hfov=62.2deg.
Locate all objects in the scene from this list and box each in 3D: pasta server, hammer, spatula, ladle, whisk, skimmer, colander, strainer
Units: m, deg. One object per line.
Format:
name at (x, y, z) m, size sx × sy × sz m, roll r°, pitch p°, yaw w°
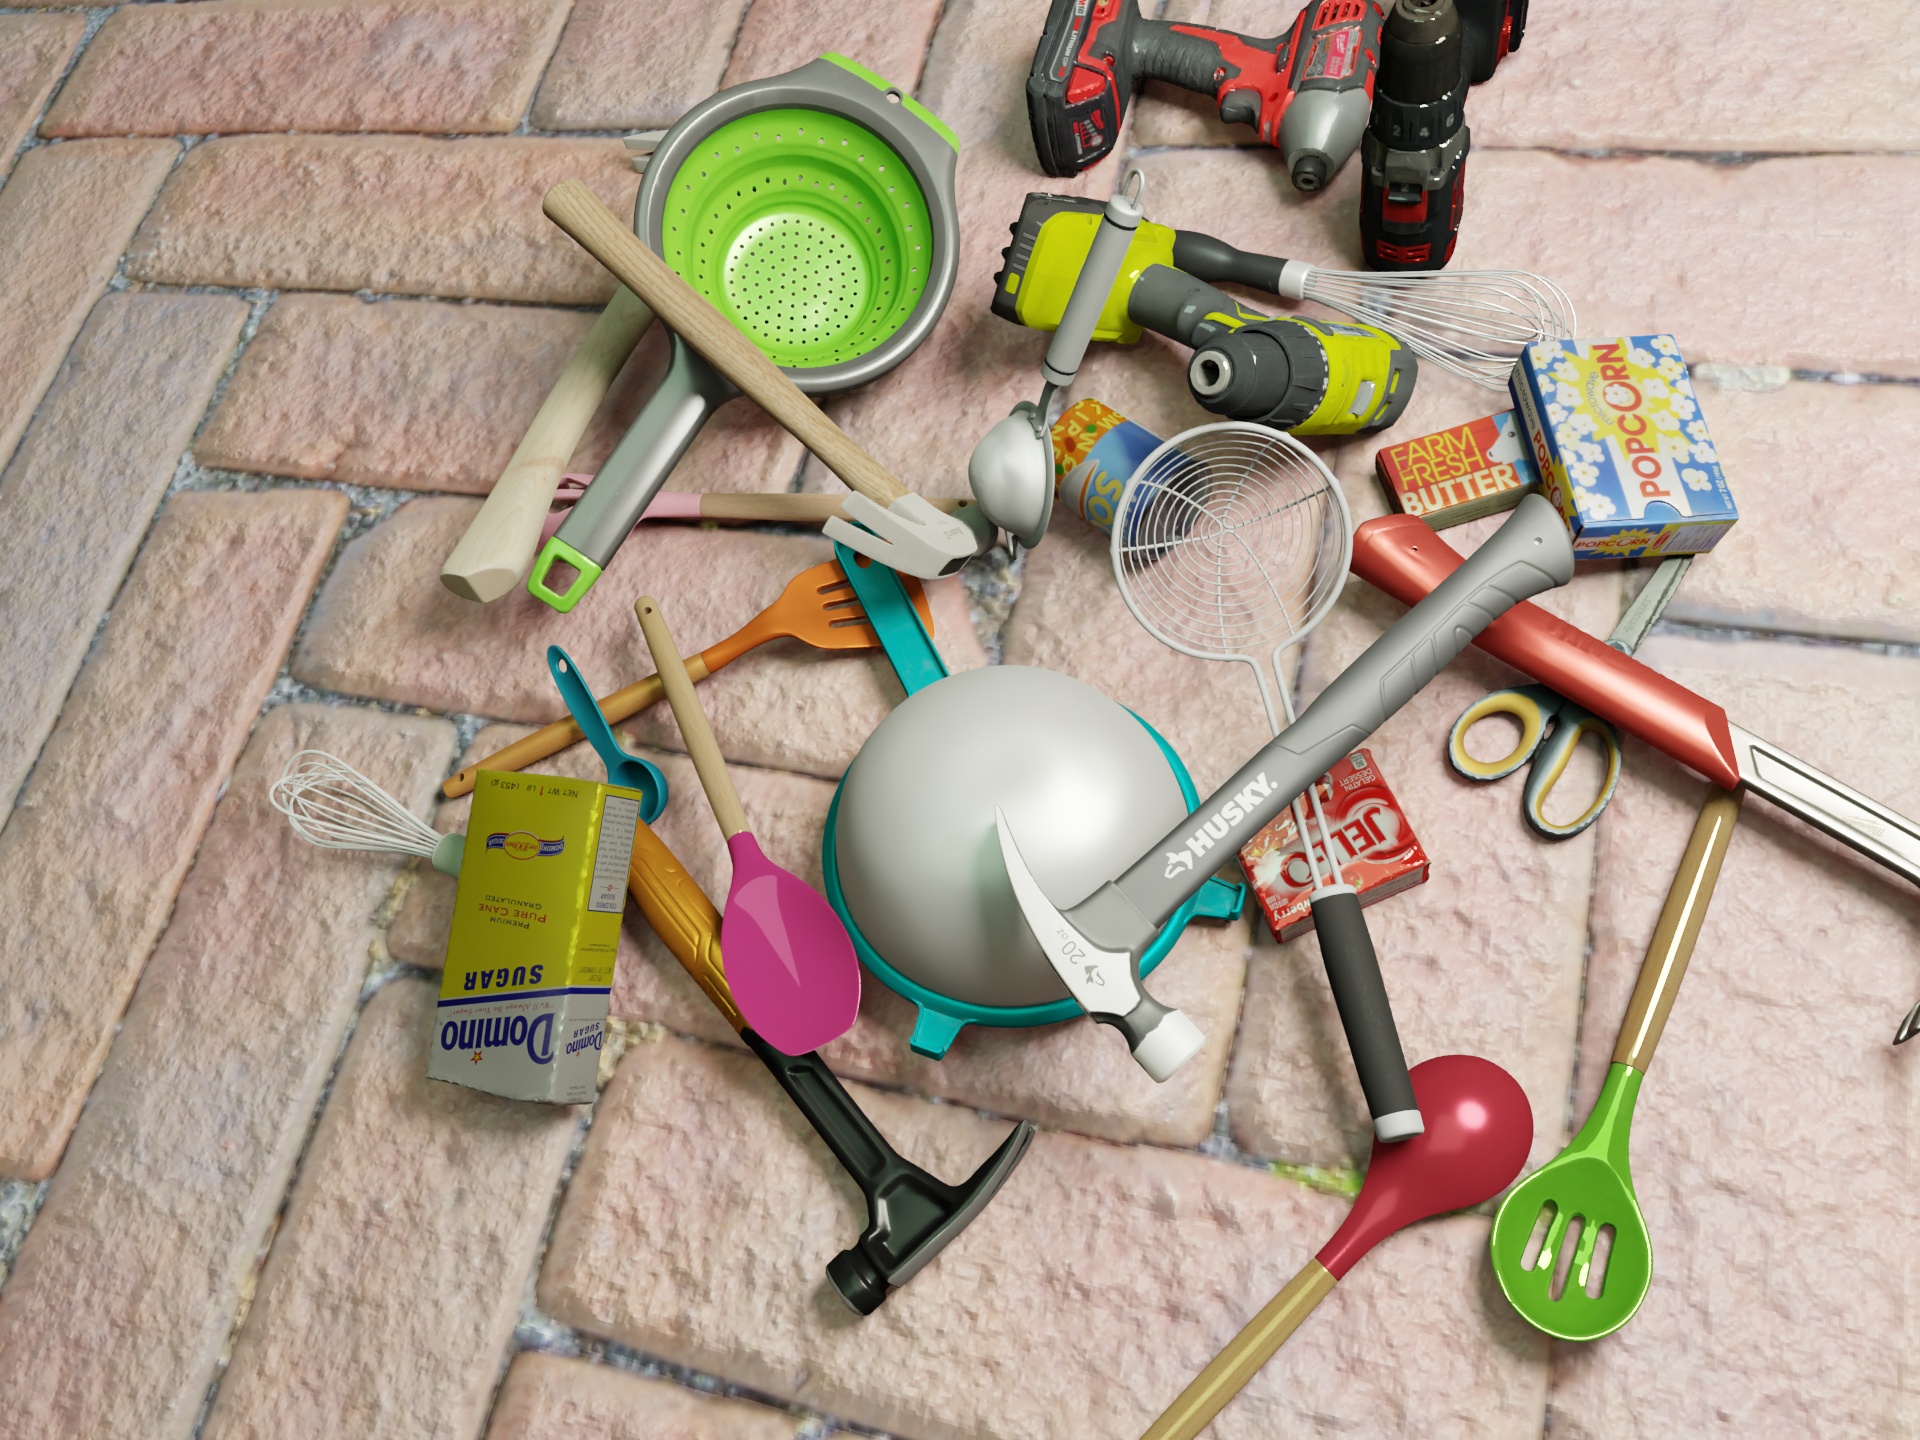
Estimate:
pasta server at (-0.138, -0.135, 1.027) m, size 0.316 × 0.040 × 0.060 m, roll 3°, pitch 66°, yaw 12°
hammer at (0.166, 0.007, 0.765) m, size 0.335 × 0.035 × 0.146 m, roll -42°, pitch 77°, yaw -7°
hammer at (-0.121, -0.202, 0.936) m, size 0.331 × 0.130 × 0.031 m, roll 43°, pitch 115°, yaw 5°
spatula at (-0.174, -0.021, 0.984) m, size 0.322 × 0.041 × 0.081 m, roll -25°, pitch 63°, yaw 7°
ladle at (0.154, 0.277, 0.751) m, size 0.315 × 0.031 × 0.069 m, roll -44°, pitch 62°, yaw -6°
whisk at (0.235, -0.262, 0.971) m, size 0.285 × 0.070 × 0.070 m, roll 23°, pitch 73°, yaw 28°
hammer at (-0.246, -0.253, 1.076) m, size 0.146 × 0.038 × 0.411 m, roll 12°, pitch 61°, yaw 21°
hammer at (0.347, 0.002, 0.803) m, size 0.359 × 0.036 × 0.149 m, roll 35°, pitch 74°, yaw 25°
hammer at (-0.109, 0.150, 0.870) m, size 0.127 × 0.034 × 0.337 m, roll -42°, pitch 64°, yaw -6°
skimmer at (0.167, 0.023, 0.794) m, size 0.127 × 0.090 × 0.364 m, roll -15°, pitch 65°, yaw 10°
colander at (-0.151, -0.234, 1.026) m, size 0.204 × 0.094 × 0.397 m, roll 33°, pitch 82°, yaw -4°
strainer at (0.049, -0.189, 0.881) m, size 0.050 × 0.258 × 0.087 m, roll 0°, pitch 47°, yaw -24°
strainer at (-0.001, -0.003, 0.869) m, size 0.211 × 0.095 × 0.341 m, roll -24°, pitch 61°, yaw -8°
whisk at (-0.317, 0.076, 0.963) m, size 0.246 × 0.058 × 0.059 m, roll 19°, pitch 106°, yaw 18°

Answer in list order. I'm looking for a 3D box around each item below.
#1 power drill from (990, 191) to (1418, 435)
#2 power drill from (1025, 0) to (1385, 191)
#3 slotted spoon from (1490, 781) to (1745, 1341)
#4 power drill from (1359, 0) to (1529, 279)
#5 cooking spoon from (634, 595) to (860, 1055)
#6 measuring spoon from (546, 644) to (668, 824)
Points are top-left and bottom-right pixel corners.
power drill at (0.130, -0.229, 0.919) m, size 0.229 × 0.190 × 0.080 m, roll 35°, pitch 119°, yaw 31°
power drill at (0.162, -0.416, 1.054) m, size 0.220 × 0.078 × 0.143 m, roll 9°, pitch 68°, yaw 16°
slotted spoon at (0.332, 0.146, 0.766) m, size 0.070 × 0.031 × 0.314 m, roll 21°, pitch 70°, yaw 22°
power drill at (0.288, -0.406, 0.953) m, size 0.080 × 0.187 × 0.227 m, roll 11°, pitch 65°, yaw 19°
cooking spoon at (-0.133, 0.047, 0.900) m, size 0.069 × 0.017 × 0.319 m, roll -25°, pitch 59°, yaw -4°
measuring spoon at (-0.212, 0.006, 0.963) m, size 0.042 × 0.021 × 0.129 m, roll -41°, pitch 75°, yaw 31°
